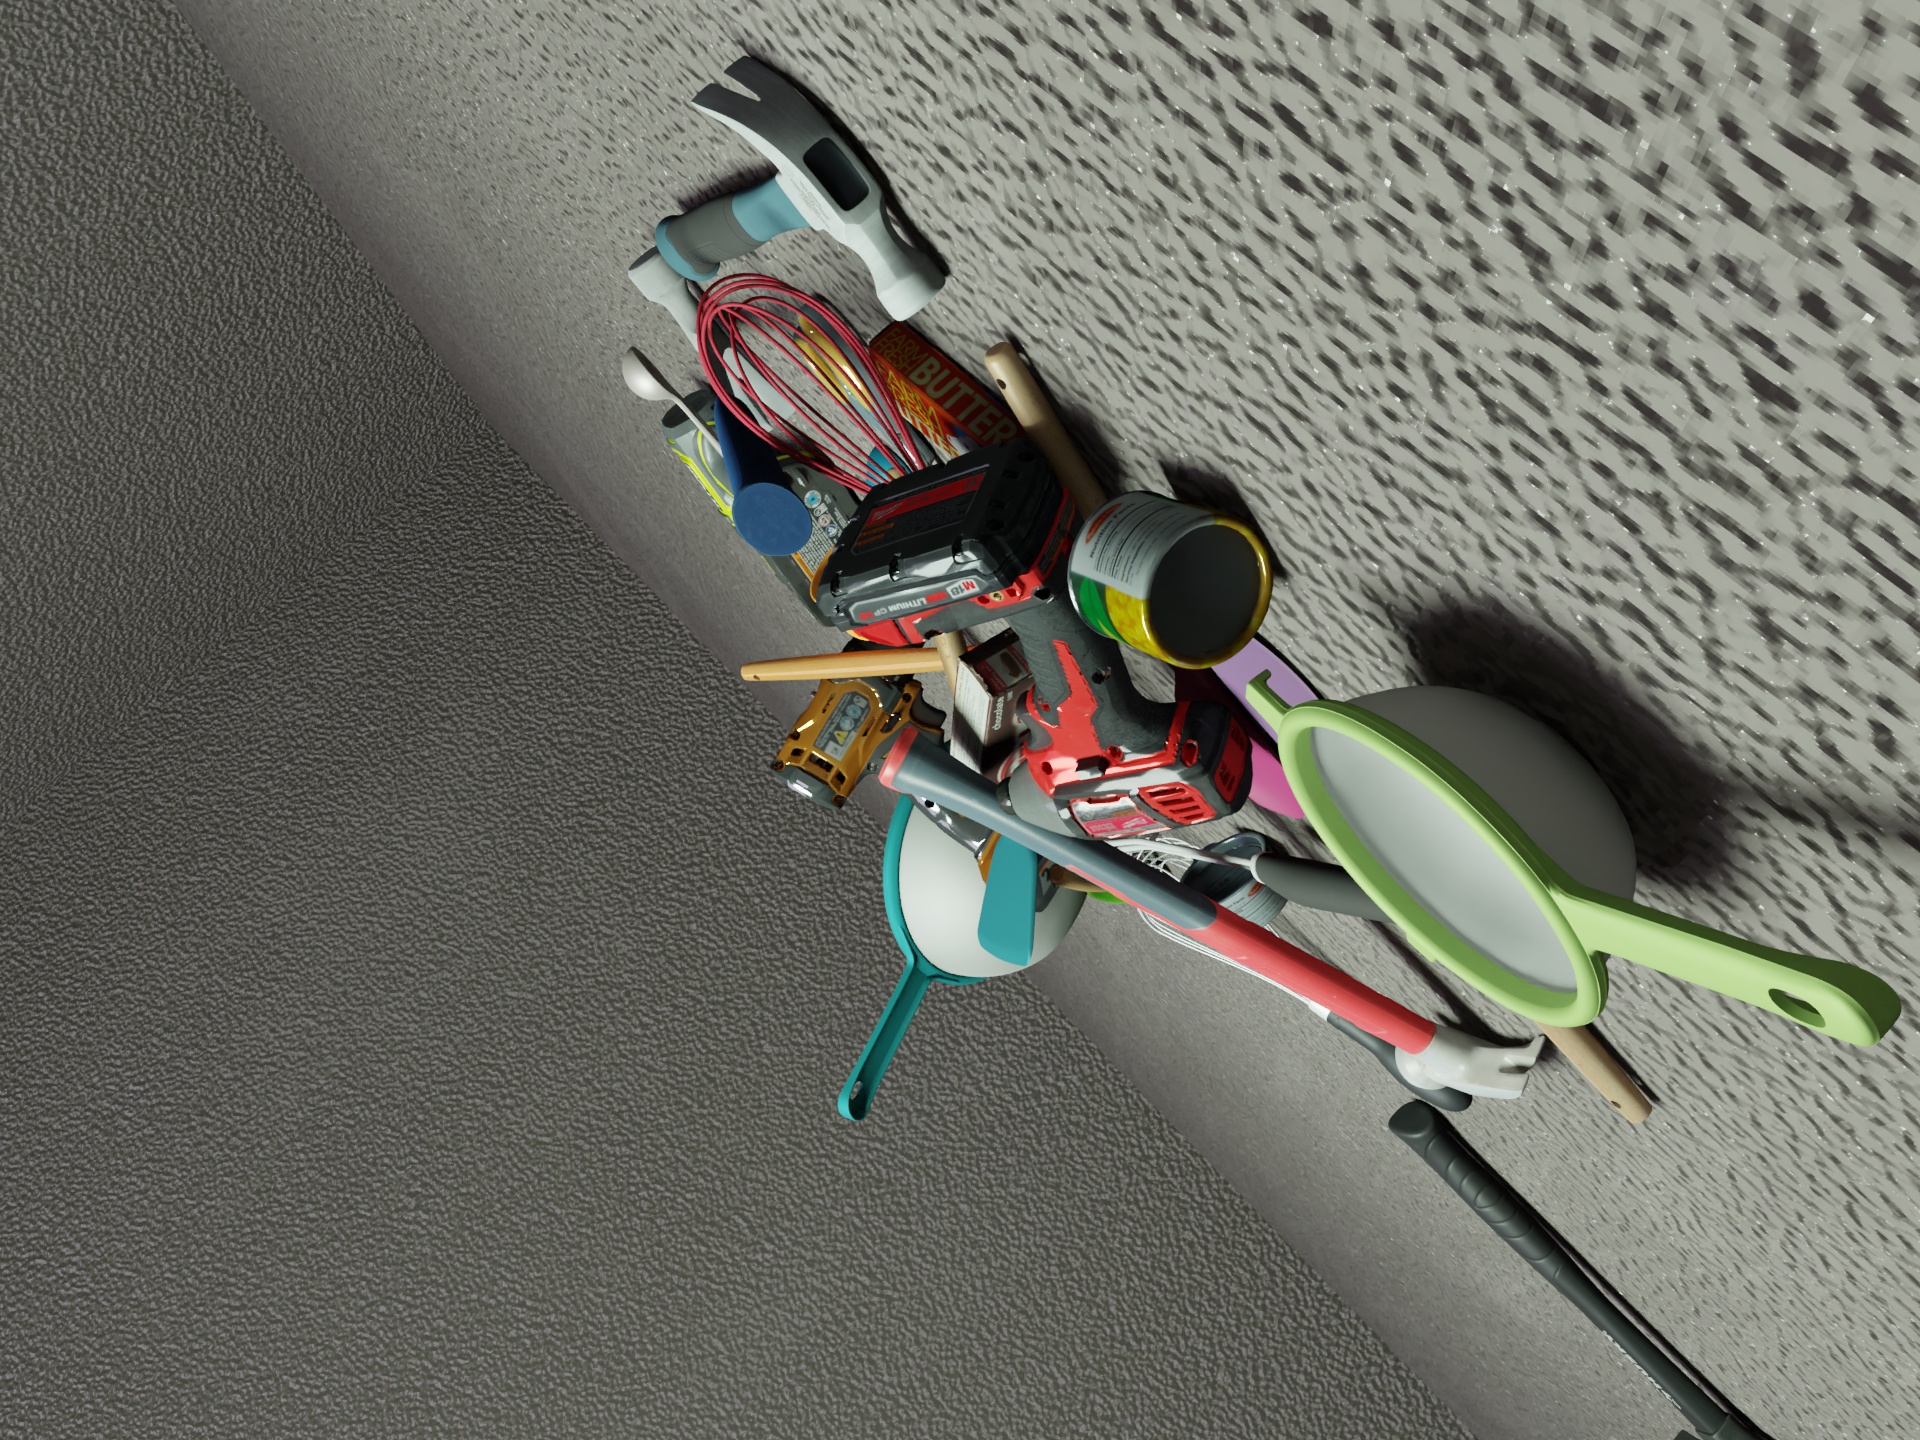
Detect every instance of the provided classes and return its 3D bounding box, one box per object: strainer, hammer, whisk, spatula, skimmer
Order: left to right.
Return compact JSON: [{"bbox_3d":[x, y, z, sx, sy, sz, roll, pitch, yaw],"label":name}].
[{"bbox_3d":[-0.131,-0.181,0.942,0.144,0.035,0.406,50,-174,-29],"label":"hammer"},{"bbox_3d":[-0.110,-0.261,0.829,0.128,0.033,0.331,50,170,-22],"label":"hammer"},{"bbox_3d":[-0.022,-0.114,0.818,0.295,0.073,0.073,42,173,-24],"label":"whisk"},{"bbox_3d":[-0.027,-0.034,1.066,0.323,0.041,0.080,-2,139,34],"label":"spatula"},{"bbox_3d":[-0.002,-0.003,0.998,0.082,0.044,0.317,6,115,68],"label":"spatula"},{"bbox_3d":[0.015,0.167,1.252,0.095,0.340,0.210,6,148,42],"label":"strainer"},{"bbox_3d":[0.132,0.106,0.889,0.386,0.038,0.143,28,168,0],"label":"hammer"},{"bbox_3d":[0.147,0.050,0.941,0.127,0.090,0.363,20,174,-31],"label":"skimmer"},{"bbox_3d":[0.221,0.171,1.074,0.285,0.070,0.070,37,167,30],"label":"whisk"},{"bbox_3d":[0.224,0.073,0.758,0.316,0.018,0.060,48,161,-3],"label":"spatula"},{"bbox_3d":[0.435,0.401,1.122,0.335,0.035,0.146,45,170,14],"label":"hammer"},{"bbox_3d":[0.210,0.042,0.532,0.151,0.069,0.256,53,169,-19],"label":"strainer"}]

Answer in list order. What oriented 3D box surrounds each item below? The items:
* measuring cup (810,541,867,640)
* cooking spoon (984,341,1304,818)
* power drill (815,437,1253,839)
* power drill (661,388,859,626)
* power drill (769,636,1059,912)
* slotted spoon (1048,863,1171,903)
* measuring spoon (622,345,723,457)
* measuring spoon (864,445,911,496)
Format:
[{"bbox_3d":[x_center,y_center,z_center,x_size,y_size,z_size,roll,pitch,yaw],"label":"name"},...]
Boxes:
[{"bbox_3d":[-0.026,-0.095,1.055,0.174,0.095,0.052,4,145,50],"label":"measuring cup"},{"bbox_3d":[0.096,-0.057,0.790,0.069,0.017,0.318,20,153,53],"label":"cooking spoon"},{"bbox_3d":[0.036,-0.023,0.785,0.143,0.079,0.219,-12,131,38],"label":"power drill"},{"bbox_3d":[-0.145,-0.165,1.271,0.171,0.080,0.223,55,172,-35],"label":"power drill"},{"bbox_3d":[0.000,0.014,1.162,0.226,0.185,0.084,30,-178,-4],"label":"power drill"},{"bbox_3d":[0.105,0.117,1.172,0.313,0.070,0.031,24,-125,-73],"label":"slotted spoon"},{"bbox_3d":[-0.159,-0.172,0.933,0.124,0.018,0.034,47,-171,-48],"label":"measuring spoon"},{"bbox_3d":[-0.056,-0.154,1.063,0.042,0.021,0.128,49,169,-7],"label":"measuring spoon"}]
